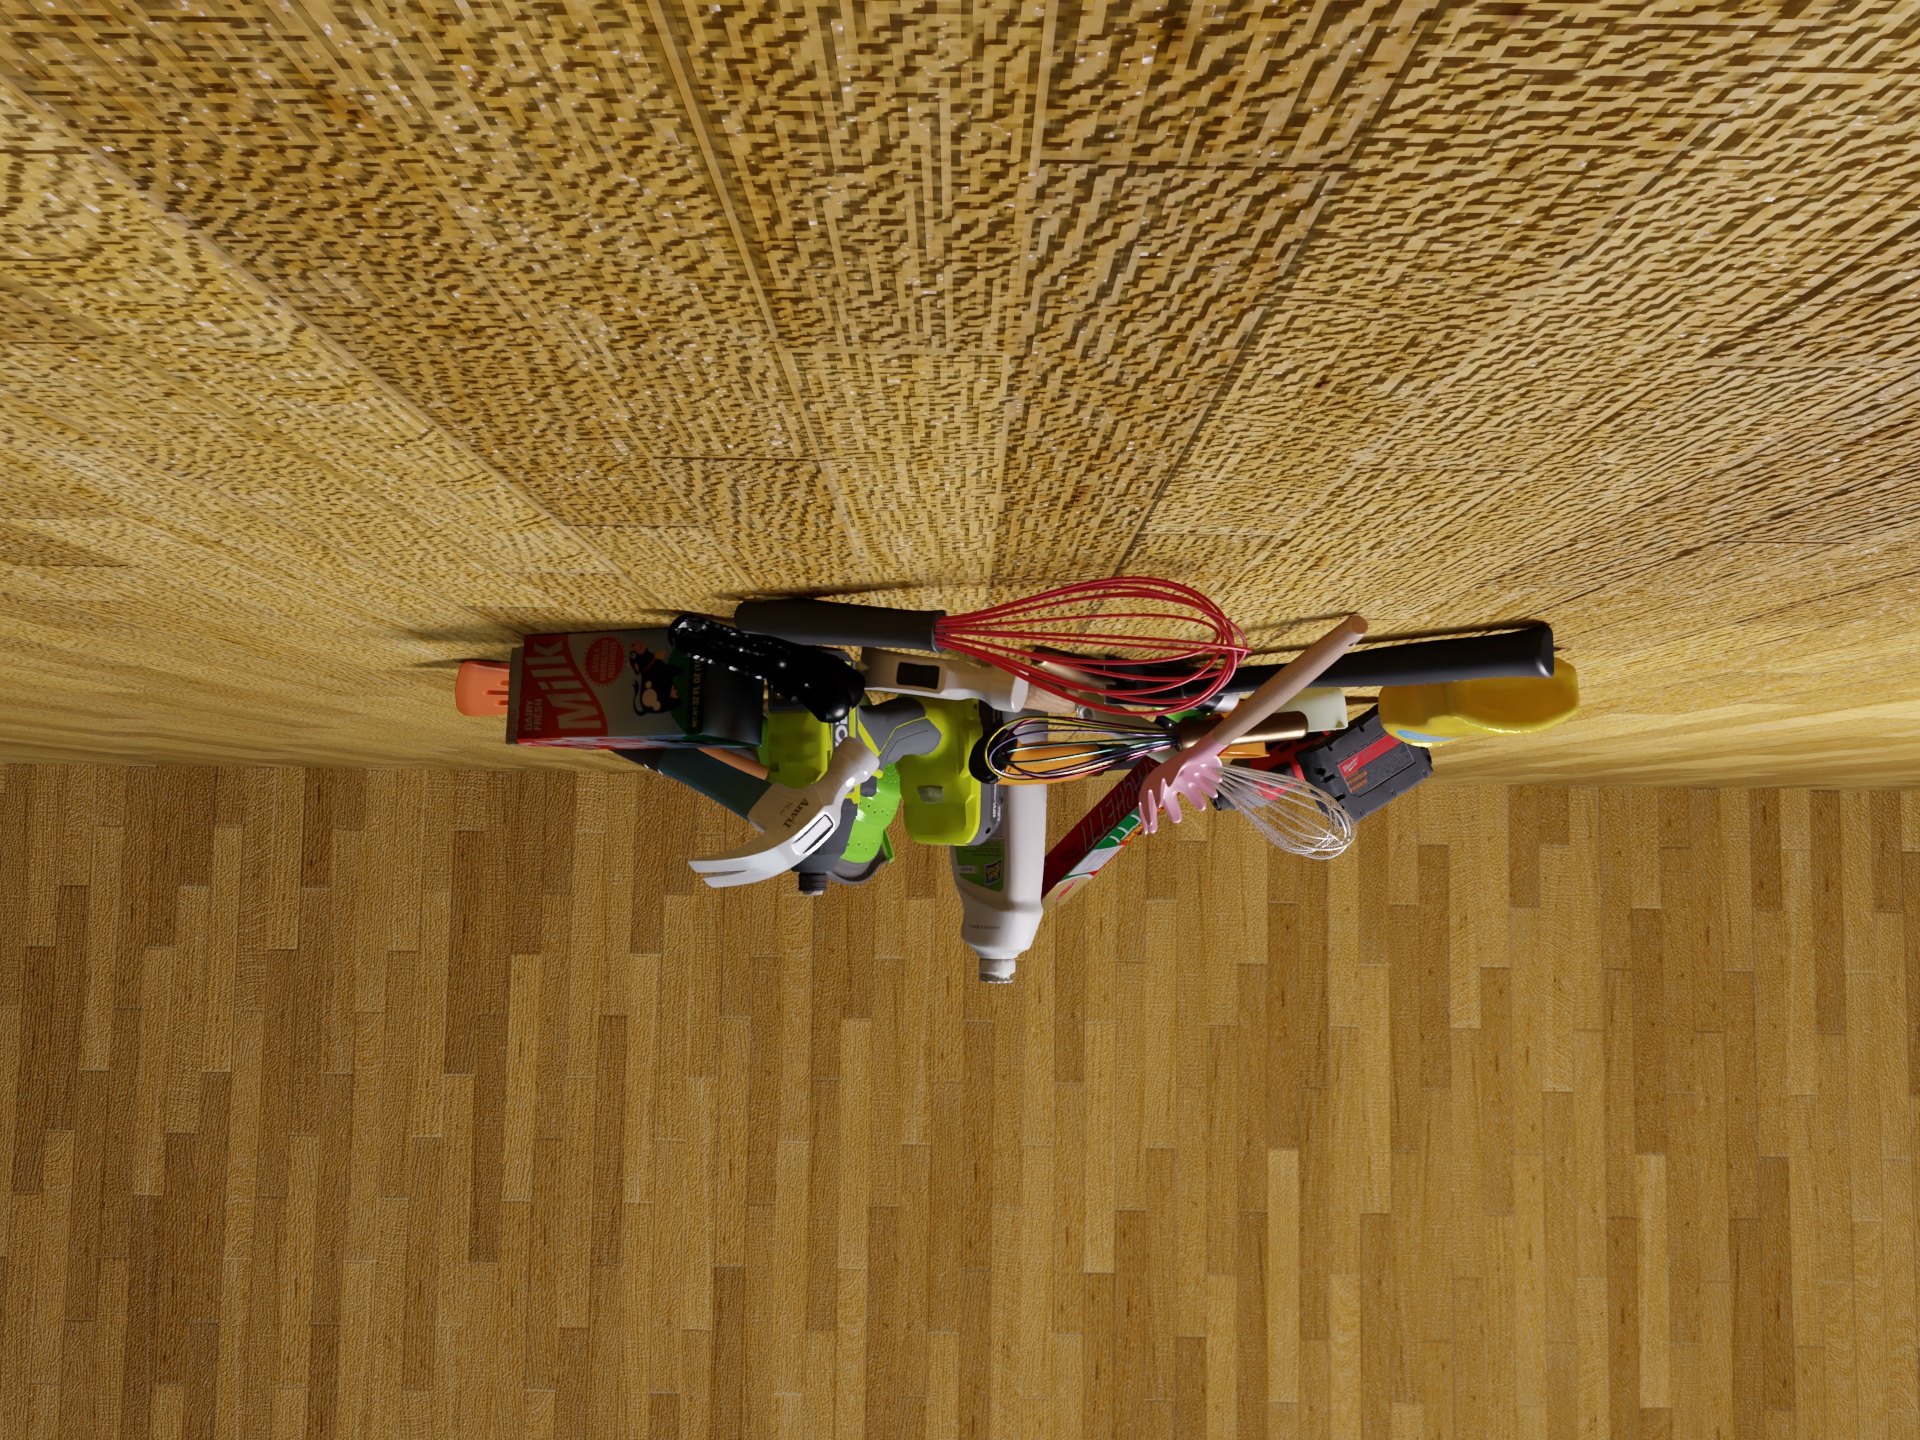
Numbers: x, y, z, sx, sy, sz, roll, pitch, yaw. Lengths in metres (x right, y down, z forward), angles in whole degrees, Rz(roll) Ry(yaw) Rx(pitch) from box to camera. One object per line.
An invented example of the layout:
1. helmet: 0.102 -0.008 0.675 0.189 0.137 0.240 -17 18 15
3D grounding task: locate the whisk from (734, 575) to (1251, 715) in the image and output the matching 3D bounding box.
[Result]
1. whisk: 0.007 -0.045 0.836 0.296 0.073 0.073 6 178 25

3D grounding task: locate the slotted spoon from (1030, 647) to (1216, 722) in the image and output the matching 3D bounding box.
1. slotted spoon: 0.127 -0.026 1.220 0.070 0.031 0.313 18 -178 29

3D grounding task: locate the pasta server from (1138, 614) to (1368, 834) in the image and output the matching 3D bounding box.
1. pasta server: 0.189 0.007 1.052 0.060 0.040 0.316 -20 166 -23

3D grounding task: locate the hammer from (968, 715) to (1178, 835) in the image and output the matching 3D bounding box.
1. hammer: 0.098 0.040 1.325 0.034 0.127 0.336 27 -168 27

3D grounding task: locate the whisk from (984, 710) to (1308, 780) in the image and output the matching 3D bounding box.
1. whisk: 0.138 0.012 1.166 0.245 0.047 0.051 -6 179 -9

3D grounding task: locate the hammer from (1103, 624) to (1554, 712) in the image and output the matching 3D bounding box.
1. hammer: 0.242 -0.033 1.064 0.146 0.035 0.335 3 175 -39

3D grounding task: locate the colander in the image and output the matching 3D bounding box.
1. colander: -0.166 0.028 1.497 0.094 0.205 0.396 -37 145 21

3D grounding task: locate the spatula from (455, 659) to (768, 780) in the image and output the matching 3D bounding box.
1. spatula: -0.243 0.019 1.275 0.322 0.041 0.081 22 144 -6

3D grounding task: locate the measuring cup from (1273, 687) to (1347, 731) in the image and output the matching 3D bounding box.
1. measuring cup: 0.240 -0.009 1.252 0.167 0.038 0.083 -3 -179 -44

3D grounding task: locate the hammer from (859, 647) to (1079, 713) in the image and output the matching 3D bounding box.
1. hammer: 0.026 -0.024 1.159 0.130 0.031 0.331 9 -179 19

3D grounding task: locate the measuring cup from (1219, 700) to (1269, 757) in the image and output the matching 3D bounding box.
1. measuring cup: 0.247 0.010 1.524 0.095 0.052 0.173 0 177 10

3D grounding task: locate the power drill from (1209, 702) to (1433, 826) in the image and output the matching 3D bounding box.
1. power drill: 0.332 0.044 1.509 0.143 0.078 0.220 -29 -174 -15

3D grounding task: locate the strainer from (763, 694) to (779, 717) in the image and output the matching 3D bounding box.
1. strainer: -0.124 0.019 1.349 0.086 0.050 0.259 25 -168 -21

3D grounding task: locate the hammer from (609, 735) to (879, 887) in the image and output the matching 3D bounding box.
1. hammer: -0.210 0.020 1.119 0.331 0.128 0.033 23 156 38

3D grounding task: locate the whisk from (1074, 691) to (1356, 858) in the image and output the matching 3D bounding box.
1. whisk: 0.188 0.036 1.209 0.246 0.057 0.059 29 -136 29

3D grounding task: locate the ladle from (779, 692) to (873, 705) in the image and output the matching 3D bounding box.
1. ladle: -0.055 -0.015 1.392 0.078 0.062 0.320 -1 -178 25

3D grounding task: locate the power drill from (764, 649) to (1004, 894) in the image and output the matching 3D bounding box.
1. power drill: -0.059 0.038 1.193 0.080 0.171 0.223 -2 178 34
